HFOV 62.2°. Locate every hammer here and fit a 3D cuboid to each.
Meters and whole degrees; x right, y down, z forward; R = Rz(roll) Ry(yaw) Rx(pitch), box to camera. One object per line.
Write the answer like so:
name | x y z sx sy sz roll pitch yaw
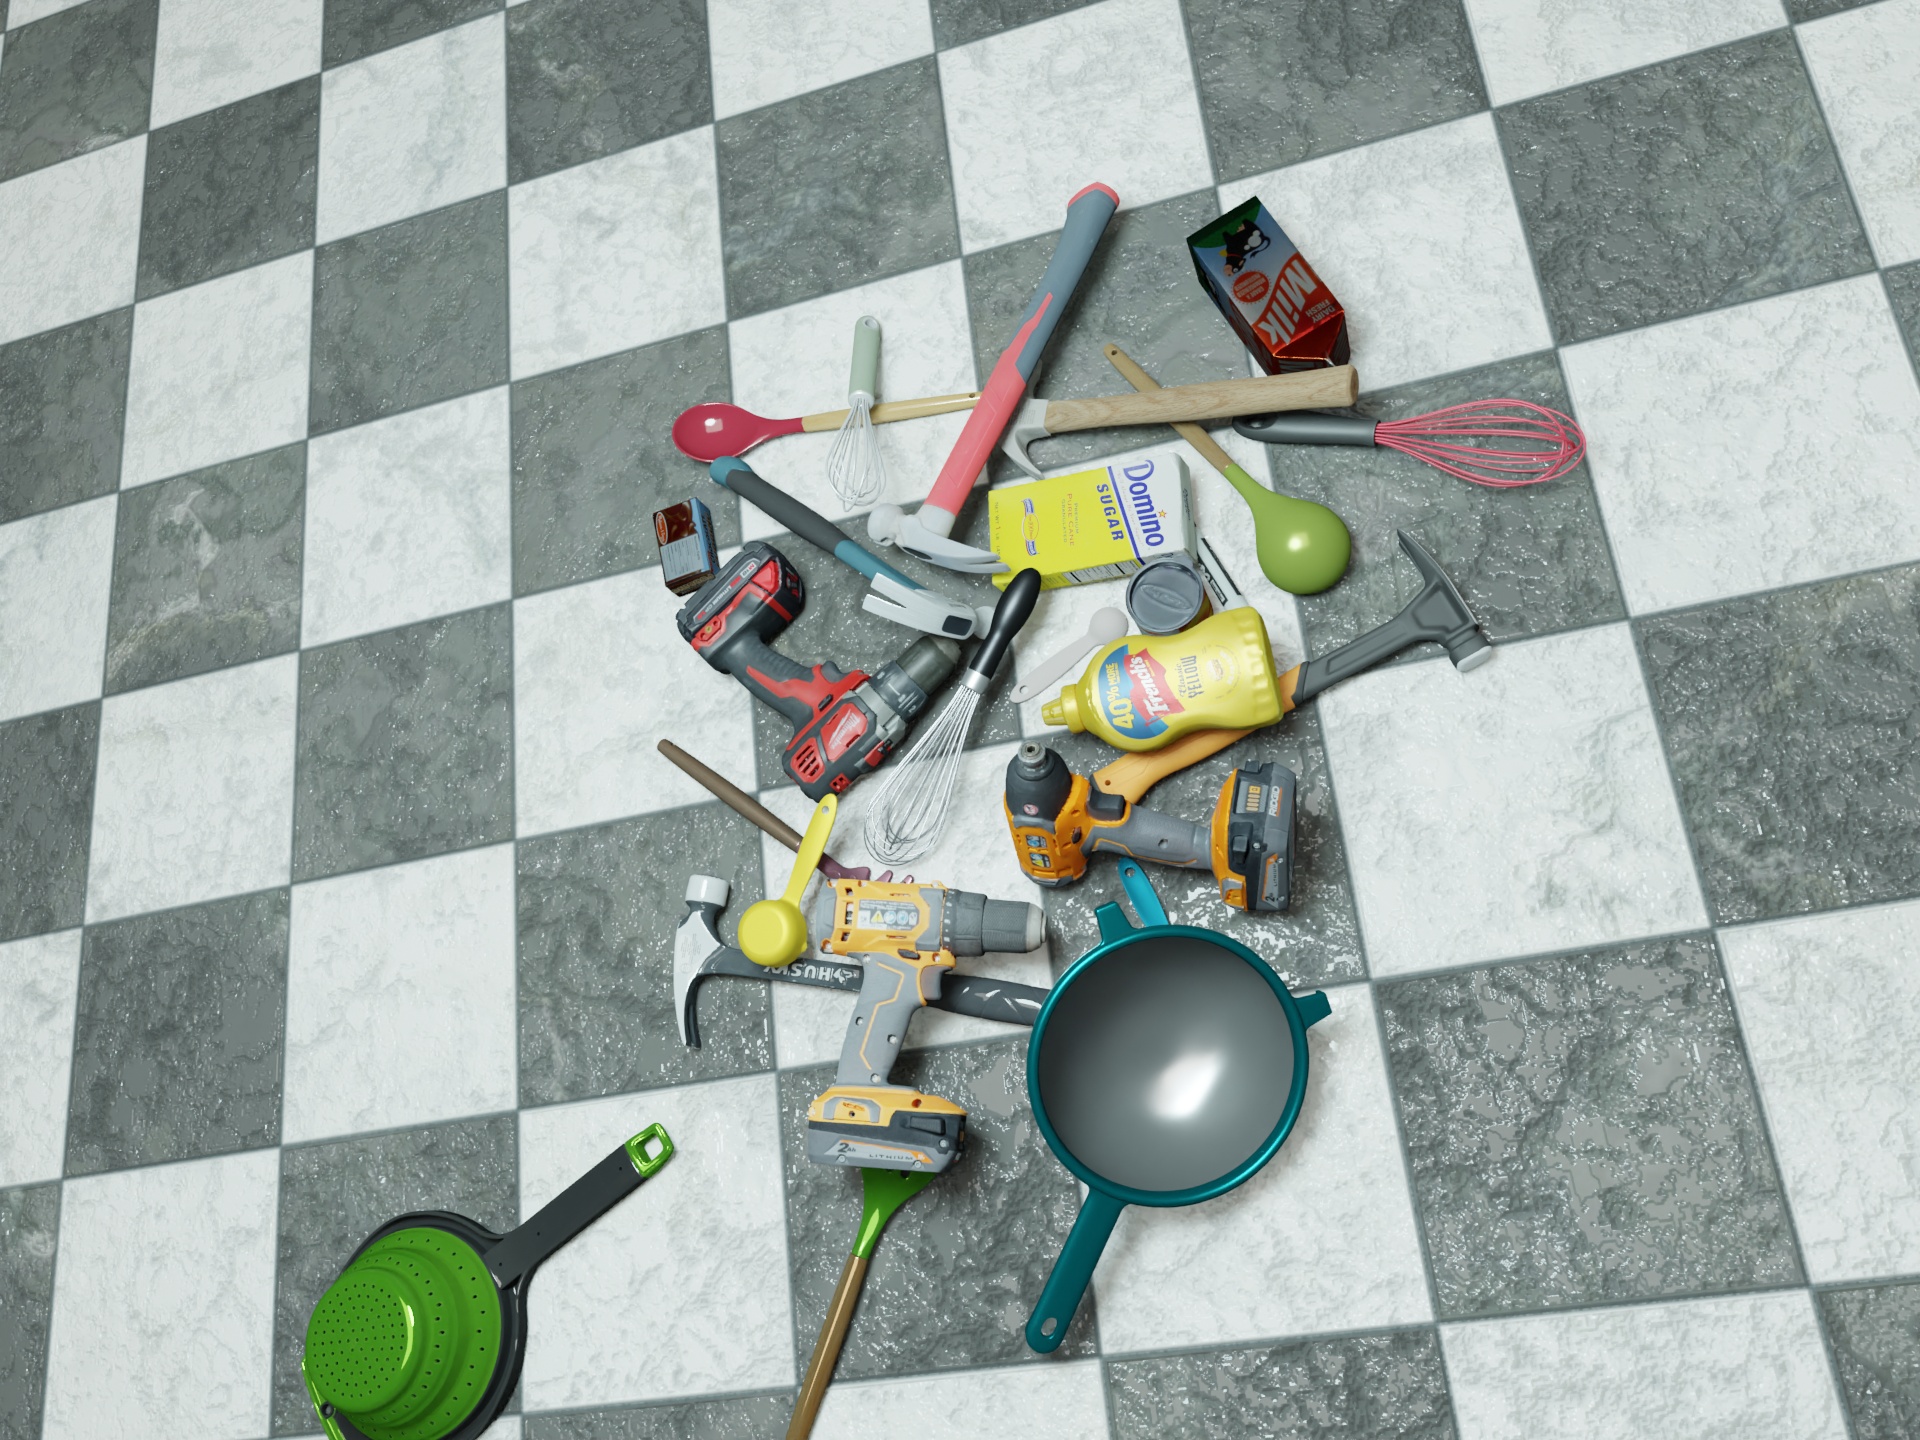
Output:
hammer | 0.255 -0.026 1.311 0.337 0.034 0.127 -29 67 7
hammer | 0.061 -0.311 1.421 0.143 0.038 0.386 20 78 33
hammer | 0.179 -0.272 1.381 0.331 0.031 0.130 0 71 30
hammer | -0.112 -0.161 1.444 0.331 0.128 0.033 35 110 32
hammer | -0.058 0.225 1.330 0.409 0.036 0.149 5 76 19

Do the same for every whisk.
whisk | -0.093 -0.290 1.476 0.057 0.059 0.247 16 52 -18
whisk | -0.003 -0.005 1.359 0.070 0.070 0.284 27 88 23
whisk | 0.369 -0.240 1.334 0.296 0.073 0.073 11 76 27

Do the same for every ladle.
ladle | -0.125 -0.289 1.523 0.315 0.031 0.069 -5 67 14
ladle | 0.223 -0.229 1.390 0.078 0.062 0.320 -40 59 4

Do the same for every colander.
colander | -0.414 0.467 1.333 0.397 0.094 0.205 -39 66 3

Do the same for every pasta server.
pasta server | -0.156 0.091 1.404 0.316 0.060 0.040 32 106 27

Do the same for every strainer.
strainer | 0.123 0.310 1.210 0.211 0.095 0.340 24 93 -7

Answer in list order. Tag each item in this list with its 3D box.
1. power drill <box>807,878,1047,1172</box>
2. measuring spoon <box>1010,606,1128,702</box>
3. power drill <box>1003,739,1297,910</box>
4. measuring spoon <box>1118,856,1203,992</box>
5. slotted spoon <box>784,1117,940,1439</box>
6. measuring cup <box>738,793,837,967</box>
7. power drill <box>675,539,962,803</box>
power drill | -0.028 0.239 1.257 0.185 0.084 0.226 2 75 8
measuring spoon | 0.092 -0.057 1.382 0.124 0.018 0.034 -38 66 4
power drill | 0.144 0.076 1.241 0.226 0.164 0.084 5 56 16
measuring spoon | 0.160 0.167 1.292 0.042 0.021 0.129 -25 58 -1
slotted spoon | -0.087 0.454 1.270 0.070 0.031 0.314 17 80 17
measuring cup | -0.142 0.133 1.339 0.062 0.029 0.156 22 90 24
power drill | -0.125 -0.060 1.424 0.188 0.080 0.227 -44 68 1
